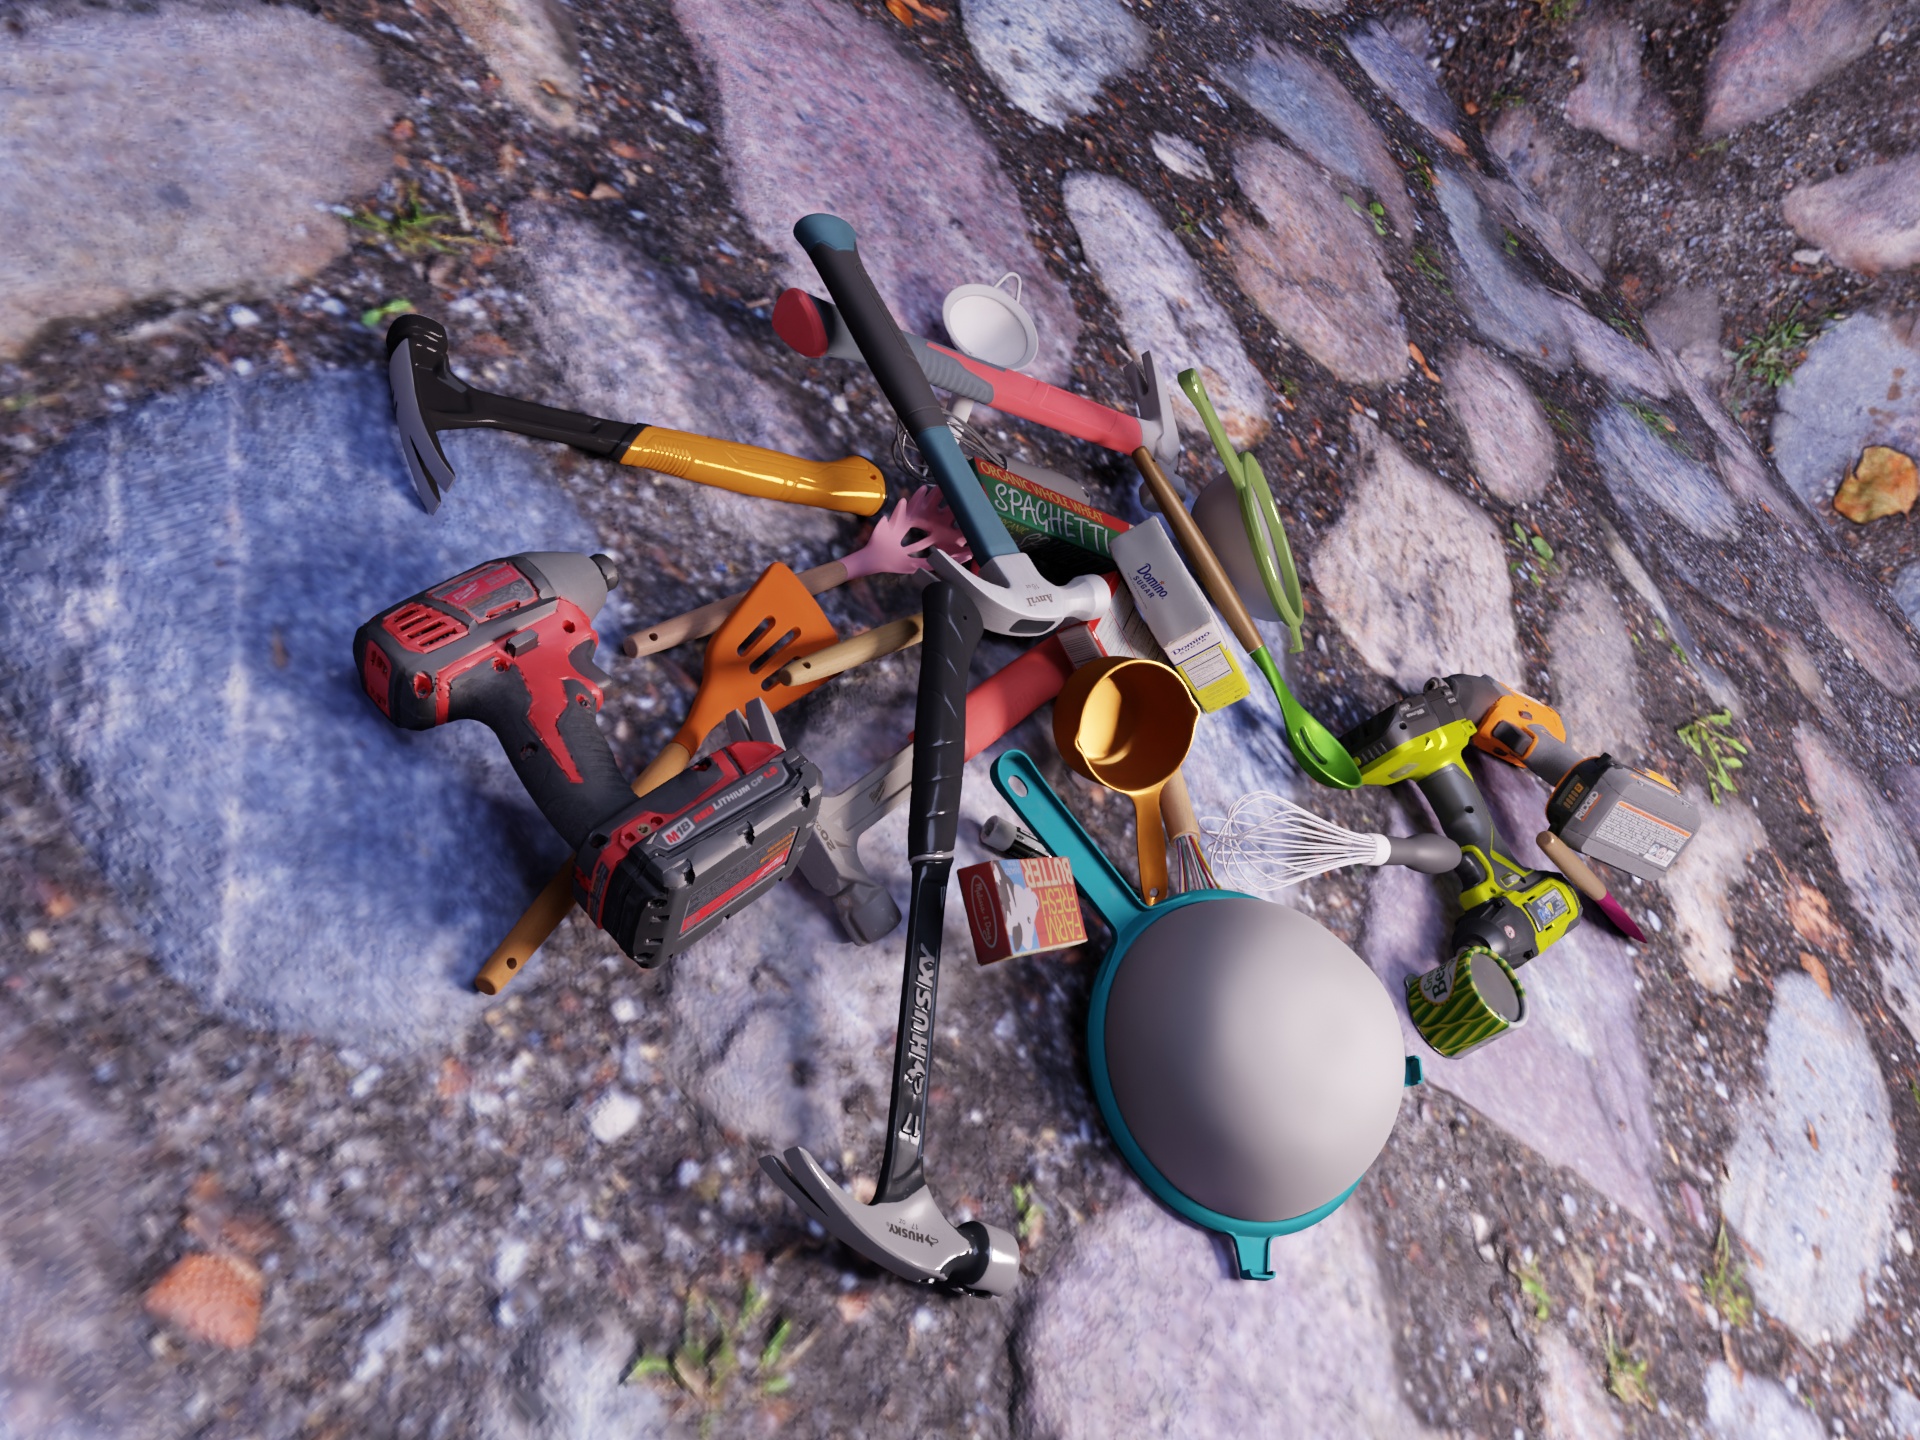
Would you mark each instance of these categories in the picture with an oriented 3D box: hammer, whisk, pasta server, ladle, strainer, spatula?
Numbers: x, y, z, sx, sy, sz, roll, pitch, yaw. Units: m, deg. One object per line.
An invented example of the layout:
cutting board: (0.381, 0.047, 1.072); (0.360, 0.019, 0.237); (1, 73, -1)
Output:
hammer: (-0.024, -0.199, 1.049); (0.128, 0.033, 0.331); (-14, 69, -41)
hammer: (-0.002, -0.003, 1.004); (0.359, 0.036, 0.149); (-36, 99, -53)
whisk: (0.153, 0.099, 1.075); (0.051, 0.047, 0.245); (20, 42, -31)
hammer: (0.024, -0.267, 1.209); (0.386, 0.038, 0.143); (11, 61, -39)
pasta server: (-0.091, -0.092, 1.013); (0.316, 0.040, 0.060); (-27, 84, -49)
ladle: (-0.022, -0.063, 1.026); (0.069, 0.031, 0.315); (49, 32, 9)
whisk: (0.029, -0.185, 1.176); (0.238, 0.055, 0.055); (9, 52, -52)
strainer: (0.146, 0.141, 0.936); (0.211, 0.095, 0.340); (-39, 89, -33)
spatula: (-0.156, 0.029, 0.848); (0.081, 0.041, 0.323); (57, 37, -21)
hammer: (-0.182, -0.163, 0.991); (0.336, 0.034, 0.127); (5, 54, -40)
strainer: (0.204, -0.172, 1.271); (0.256, 0.069, 0.152); (54, 27, -40)
hammer: (-0.022, 0.091, 0.868); (0.149, 0.036, 0.409); (31, 47, -34)
whisk: (0.267, 0.088, 1.108); (0.284, 0.070, 0.070); (7, 53, -42)
strainer: (0.005, -0.264, 1.244); (0.087, 0.050, 0.259); (28, 48, -12)

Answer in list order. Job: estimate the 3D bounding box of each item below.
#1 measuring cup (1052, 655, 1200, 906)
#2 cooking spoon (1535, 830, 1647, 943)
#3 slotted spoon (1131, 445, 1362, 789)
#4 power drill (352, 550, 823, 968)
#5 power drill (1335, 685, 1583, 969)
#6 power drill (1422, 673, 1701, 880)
measuring cup: (0.109, 0.041, 1.052); (0.095, 0.052, 0.173); (-14, 106, -23)
cooking spoon: (0.519, 0.136, 1.313); (0.318, 0.017, 0.069); (30, 25, -53)
slotted spoon: (0.218, -0.078, 1.238); (0.314, 0.031, 0.070); (60, 31, 3)
power drill: (-0.178, 0.002, 0.786); (0.220, 0.078, 0.143); (42, 50, 16)
power drill: (0.396, 0.092, 1.272); (0.171, 0.080, 0.223); (-14, 71, -48)
power drill: (0.502, 0.034, 1.366); (0.164, 0.084, 0.227); (21, 19, -28)
